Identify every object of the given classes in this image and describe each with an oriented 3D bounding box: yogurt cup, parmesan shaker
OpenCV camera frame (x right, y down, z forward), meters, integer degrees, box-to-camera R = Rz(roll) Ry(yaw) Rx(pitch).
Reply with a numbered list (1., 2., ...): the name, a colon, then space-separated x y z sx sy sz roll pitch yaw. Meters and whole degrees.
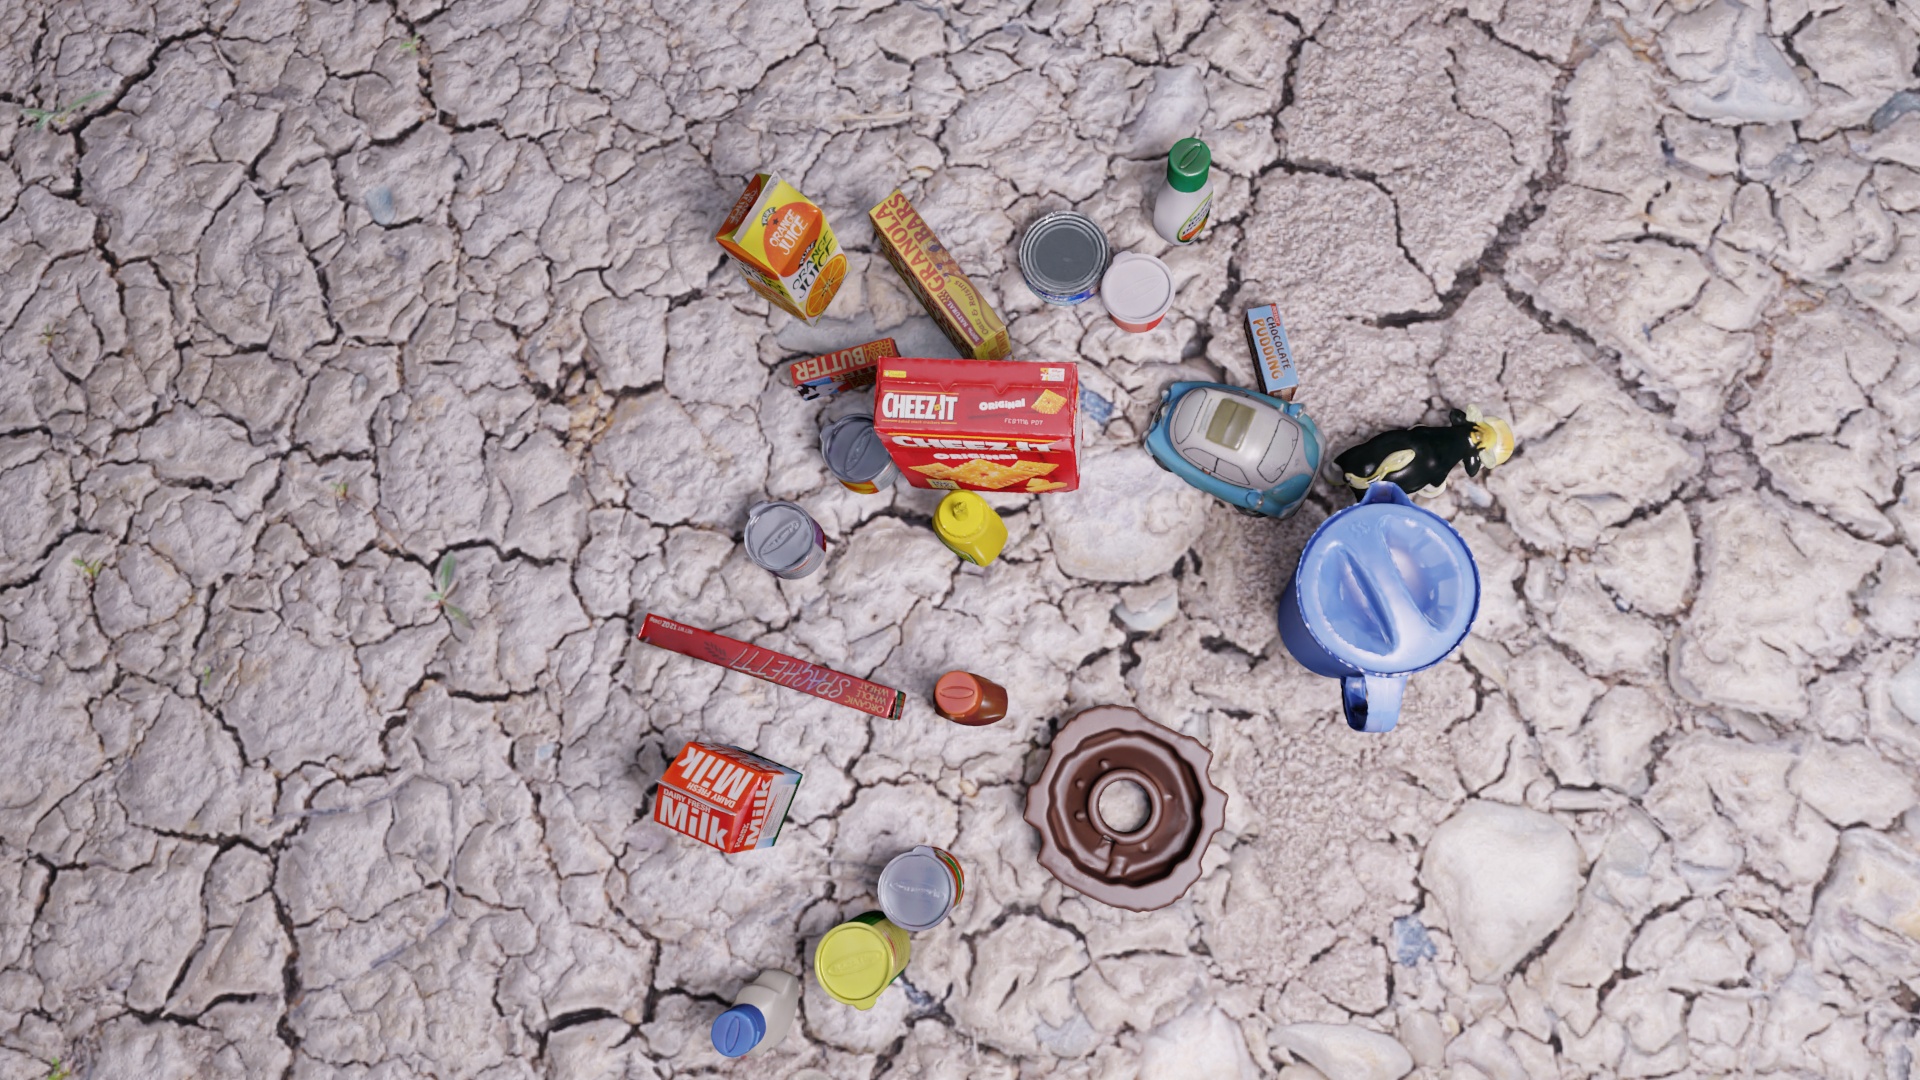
1. yogurt cup: 0.166 -0.228 1.300 0.072 0.054 0.072 -1 80 6
2. parmesan shaker: -0.082 0.360 1.194 0.071 0.103 0.071 -1 80 6

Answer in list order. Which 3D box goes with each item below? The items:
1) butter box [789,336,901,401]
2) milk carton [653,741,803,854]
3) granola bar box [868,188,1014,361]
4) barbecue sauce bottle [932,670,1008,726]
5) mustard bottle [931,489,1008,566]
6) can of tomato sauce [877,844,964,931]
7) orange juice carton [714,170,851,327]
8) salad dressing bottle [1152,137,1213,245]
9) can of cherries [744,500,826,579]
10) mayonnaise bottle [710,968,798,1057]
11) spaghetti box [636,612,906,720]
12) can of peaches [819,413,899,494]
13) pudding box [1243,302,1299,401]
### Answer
1. butter box: -0.106 -0.162 1.318 0.103 0.053 0.024 -15 79 3
2. milk carton: -0.200 0.219 1.188 0.072 0.190 0.073 21 83 9
3. granola bar box: -0.016 -0.230 1.285 0.039 0.124 0.166 -36 78 -1
4. barbecue sauce bottle: 0.005 0.137 1.203 0.065 0.148 0.044 1 80 7
5. mustard bottle: 0.004 -0.015 1.225 0.065 0.160 0.049 33 85 11
6. can of tomato sauce: -0.032 0.300 1.210 0.071 0.083 0.071 -1 80 6
7. orange juice carton: -0.164 -0.270 1.273 0.073 0.192 0.072 31 85 11
8. salad dressing bottle: 0.204 -0.318 1.265 0.044 0.147 0.064 41 87 11
9. can of cherries: -0.163 -0.002 1.292 0.071 0.058 0.071 -1 80 6
10. mayonnaise bottle: -0.173 0.403 1.173 0.041 0.148 0.065 12 82 8
11. spaghetti box: -0.172 0.117 1.276 0.250 0.050 0.029 16 82 9
12. can of peaches: -0.093 -0.081 1.300 0.071 0.058 0.071 -1 80 6
13. pudding box: 0.286 -0.171 1.279 0.030 0.049 0.084 -12 79 4
